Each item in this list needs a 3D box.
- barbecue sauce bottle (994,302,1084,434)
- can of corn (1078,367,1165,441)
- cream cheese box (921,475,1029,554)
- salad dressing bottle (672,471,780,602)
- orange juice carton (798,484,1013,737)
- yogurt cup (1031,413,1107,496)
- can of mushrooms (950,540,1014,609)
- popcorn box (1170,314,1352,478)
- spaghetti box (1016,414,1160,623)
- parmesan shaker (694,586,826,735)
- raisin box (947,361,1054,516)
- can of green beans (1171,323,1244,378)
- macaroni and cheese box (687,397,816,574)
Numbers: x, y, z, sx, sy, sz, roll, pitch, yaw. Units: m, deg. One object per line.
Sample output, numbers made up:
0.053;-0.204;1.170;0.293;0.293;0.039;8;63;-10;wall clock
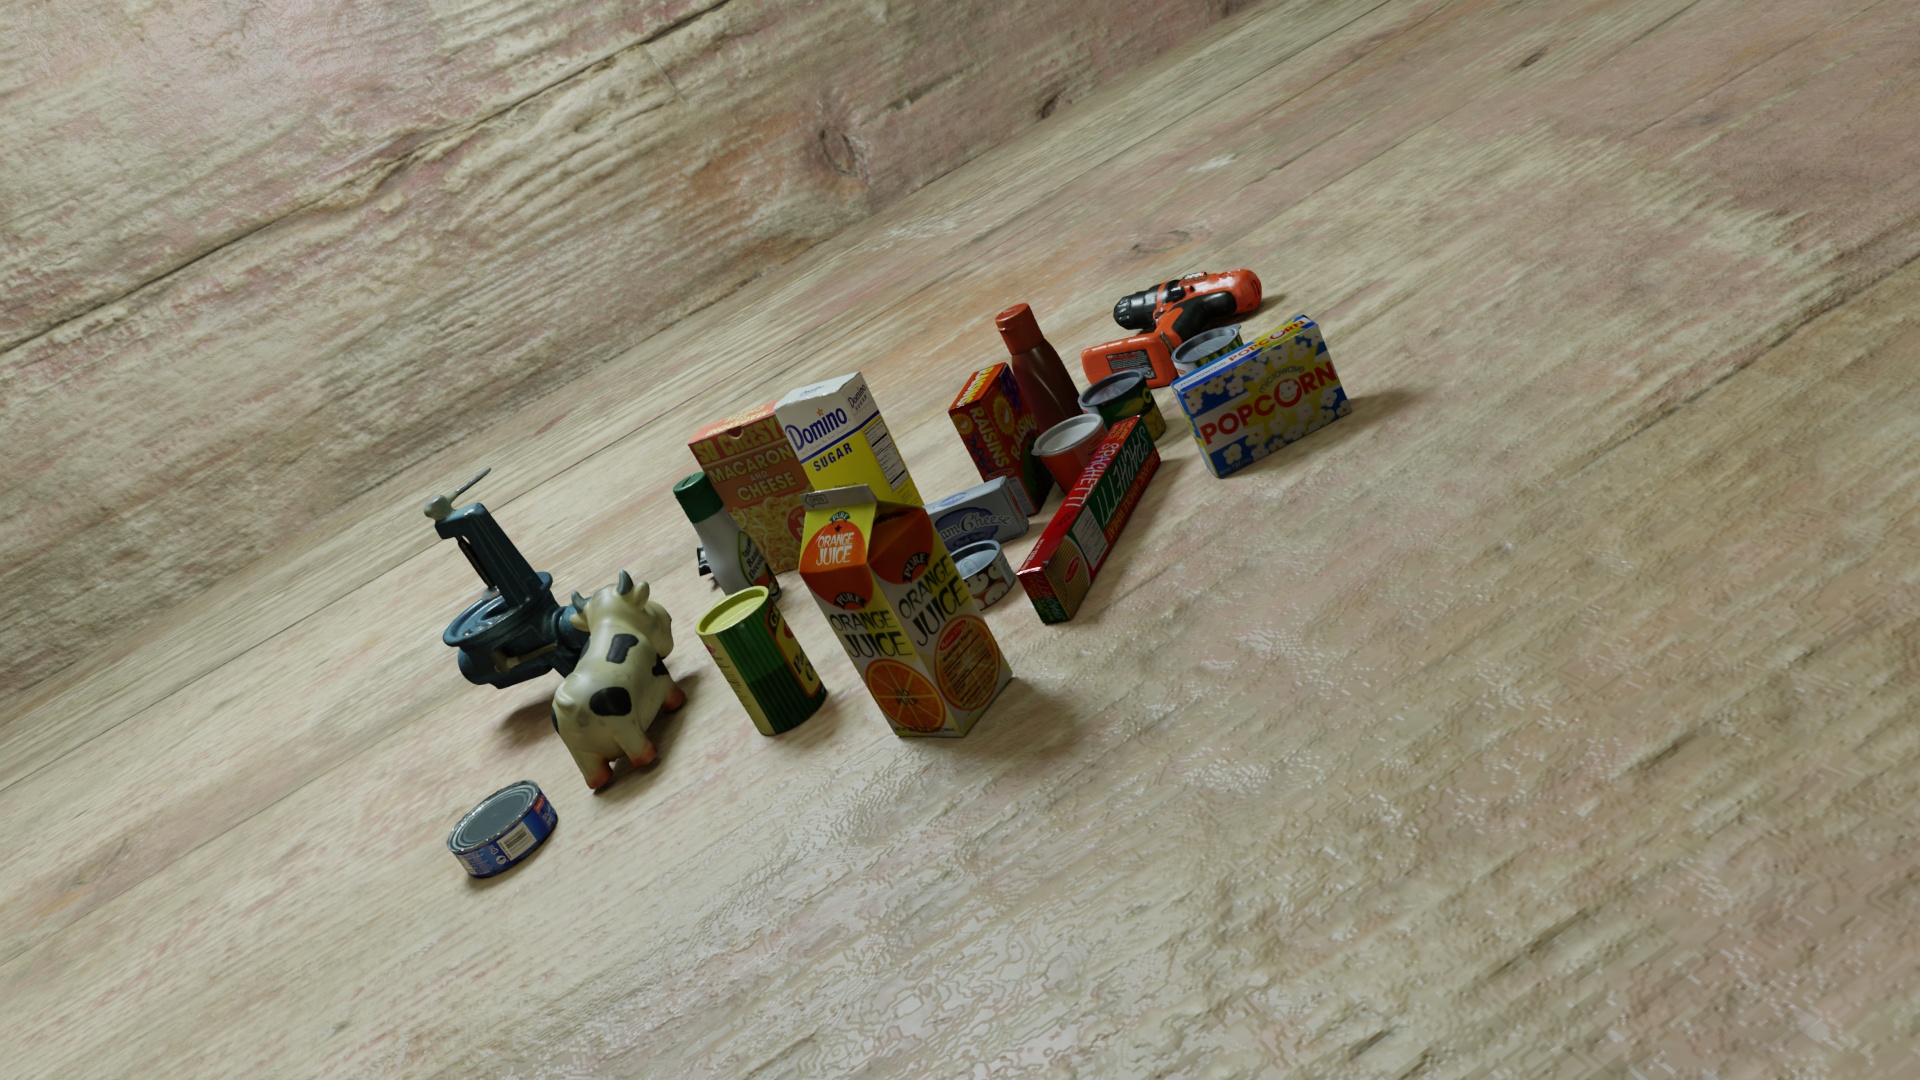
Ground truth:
0.080;-0.158;1.353;0.044;0.148;0.065;-37;23;-22;barbecue sauce bottle
0.154;-0.121;1.303;0.071;0.058;0.071;-24;21;10;can of corn
0.004;-0.016;1.252;0.103;0.053;0.024;-20;23;21;cream cheese box
-0.230;0.003;1.362;0.044;0.147;0.064;-20;22;21;salad dressing bottle
-0.046;0.043;0.986;0.071;0.192;0.073;-7;29;43;orange juice carton
0.108;-0.076;1.265;0.072;0.053;0.073;-24;21;10;yogurt cup
0.008;0.032;1.166;0.071;0.033;0.071;-24;21;10;can of mushrooms
0.248;-0.119;1.149;0.127;0.085;0.038;-27;21;2;popcorn box
0.111;-0.023;1.145;0.028;0.050;0.251;-13;25;34;spaghetti box
-0.161;0.097;1.127;0.071;0.102;0.071;-24;21;10;parmesan shaker
0.042;-0.091;1.283;0.040;0.123;0.086;-16;24;29;raisin box
0.237;-0.157;1.288;0.071;0.057;0.071;-24;21;10;can of green beans
-0.182;-0.053;1.406;0.123;0.166;0.040;-16;24;28;macaroni and cheese box
